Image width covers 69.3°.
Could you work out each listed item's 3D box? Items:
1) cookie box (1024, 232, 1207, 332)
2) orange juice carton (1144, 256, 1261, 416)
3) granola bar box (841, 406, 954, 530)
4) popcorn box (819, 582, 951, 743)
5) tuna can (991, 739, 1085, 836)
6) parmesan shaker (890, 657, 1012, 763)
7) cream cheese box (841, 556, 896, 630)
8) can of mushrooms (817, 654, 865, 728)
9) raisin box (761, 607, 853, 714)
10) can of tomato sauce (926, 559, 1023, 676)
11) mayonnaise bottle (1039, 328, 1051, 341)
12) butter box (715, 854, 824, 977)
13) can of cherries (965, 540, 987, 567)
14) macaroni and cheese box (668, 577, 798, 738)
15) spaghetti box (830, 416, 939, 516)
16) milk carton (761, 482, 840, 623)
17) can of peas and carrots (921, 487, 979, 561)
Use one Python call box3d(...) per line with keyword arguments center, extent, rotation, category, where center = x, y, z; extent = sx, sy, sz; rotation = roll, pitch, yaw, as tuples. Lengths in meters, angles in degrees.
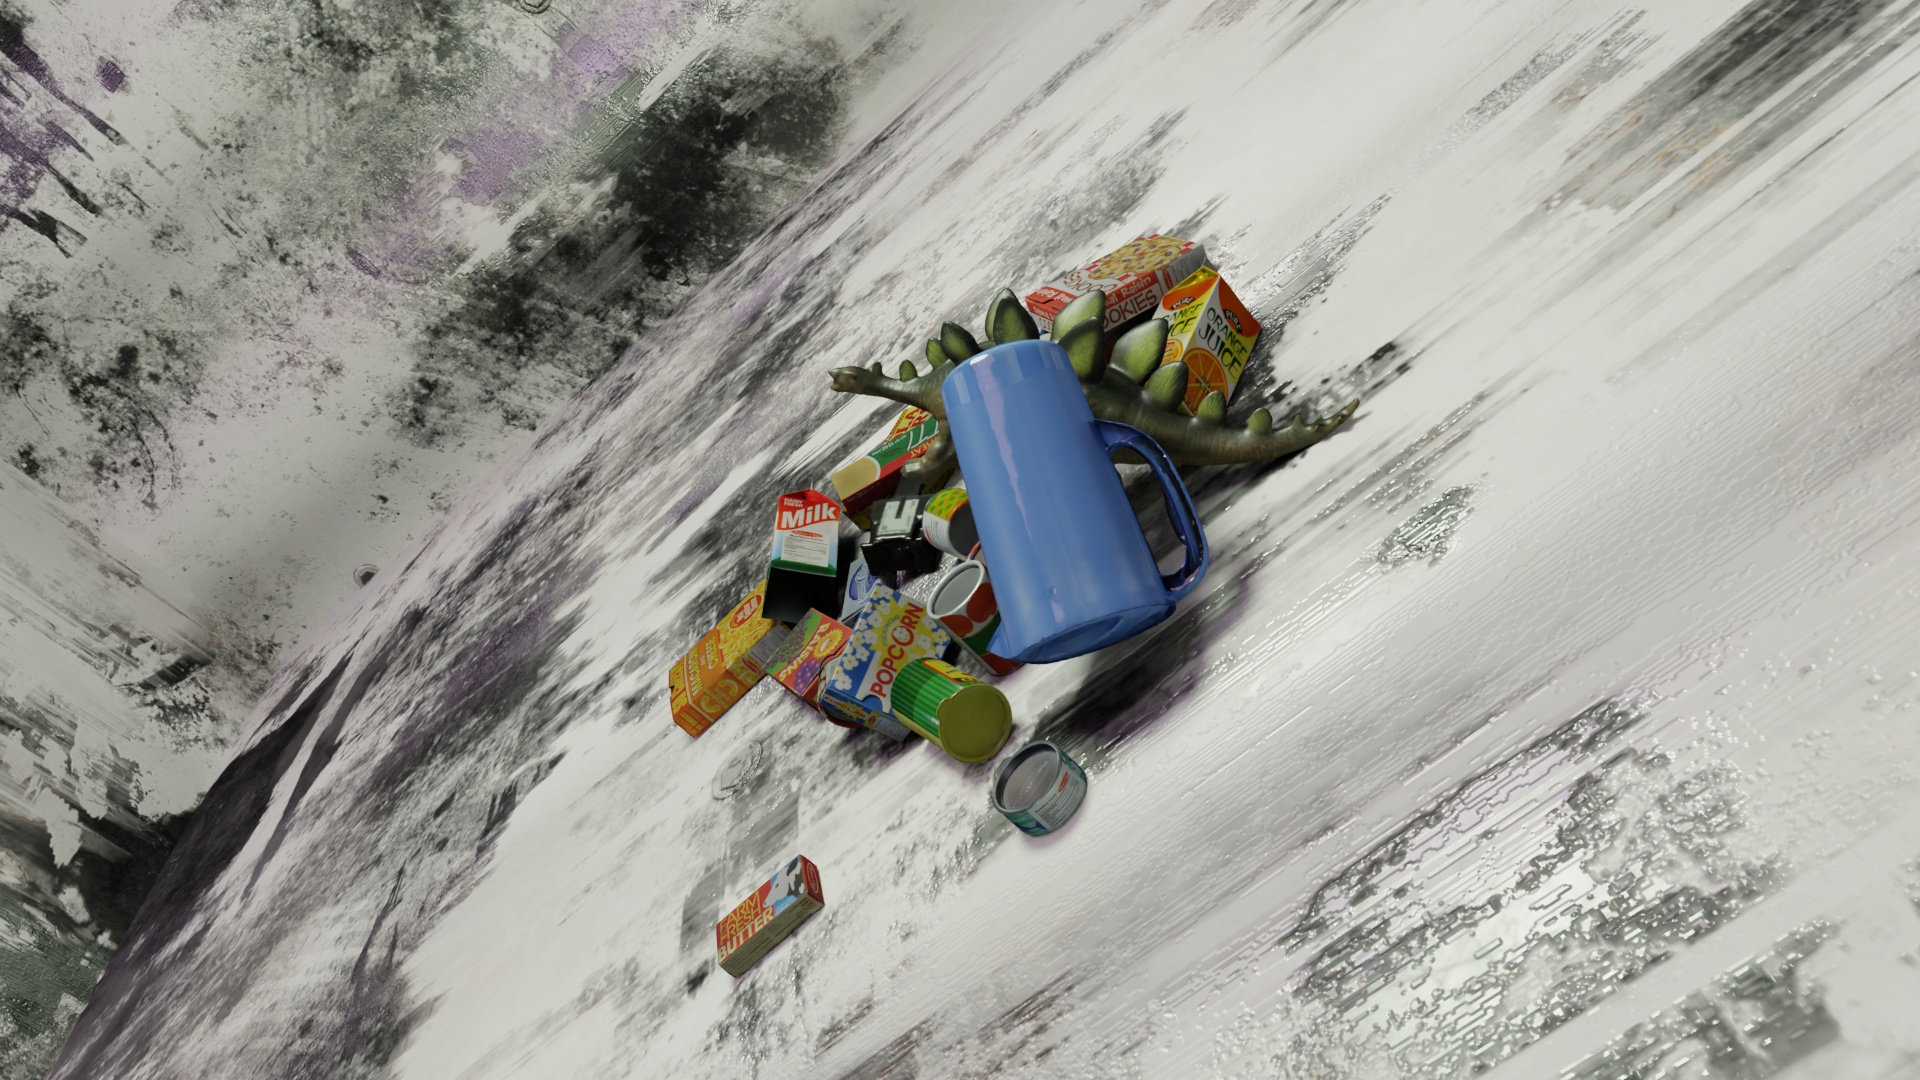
box3d(center=(0.167, -0.273, 1.490), extent=(0.168, 0.040, 0.123), rotation=(-29, 25, -9), category="cookie box")
box3d(center=(0.217, -0.178, 1.296), extent=(0.073, 0.071, 0.193), rotation=(-13, 40, 48), category="orange juice carton")
box3d(center=(-0.052, -0.091, 1.602), extent=(0.124, 0.039, 0.166), rotation=(-11, 42, 48), category="granola bar box")
box3d(center=(-0.064, 0.110, 1.263), extent=(0.038, 0.085, 0.127), rotation=(-58, 7, 52), category="popcorn box")
box3d(center=(0.057, 0.185, 1.038), extent=(0.071, 0.032, 0.071), rotation=(-34, 27, 21), category="tuna can")
box3d(center=(-0.012, 0.139, 1.163), extent=(0.071, 0.071, 0.103), rotation=(-50, 26, -11), category="parmesan shaker")
box3d(center=(-0.095, 0.049, 1.475), extent=(0.053, 0.024, 0.104), rotation=(-34, 28, 23), category="cream cheese box")
box3d(center=(-0.100, 0.143, 1.299), extent=(0.071, 0.071, 0.033), rotation=(-36, 28, 19), category="can of mushrooms")
box3d(center=(-0.145, 0.122, 1.422), extent=(0.086, 0.040, 0.123), rotation=(-49, 27, -12), category="raisin box")
box3d(center=(0.023, 0.066, 1.208), extent=(0.071, 0.083, 0.071), rotation=(-35, 28, 21), category="can of tomato sauce")
box3d(center=(0.099, -0.192, 1.506), extent=(0.041, 0.064, 0.149), rotation=(-19, 30, 20), category="mayonnaise bottle")
box3d(center=(-0.163, 0.317, 1.175), extent=(0.103, 0.024, 0.053), rotation=(-41, 26, 8), category="butter box")
box3d(center=(0.048, 0.024, 1.261), extent=(0.071, 0.058, 0.072), rotation=(-35, 27, 21), category="can of cherries")
box3d(center=(-0.259, 0.130, 1.577), extent=(0.166, 0.040, 0.124), rotation=(-43, 25, 4), category="macaroni and cheese box")
box3d(center=(-0.025, -0.110, 1.525), extent=(0.250, 0.028, 0.050), rotation=(-30, 43, 0), category="spaghetti box")
box3d(center=(-0.177, 0.011, 1.567), extent=(0.191, 0.073, 0.072), rotation=(-94, 16, -57), category="milk carton")
box3d(center=(0.005, -0.017, 1.378), extent=(0.071, 0.071, 0.059), rotation=(-49, 26, -9), category="can of peas and carrots")
